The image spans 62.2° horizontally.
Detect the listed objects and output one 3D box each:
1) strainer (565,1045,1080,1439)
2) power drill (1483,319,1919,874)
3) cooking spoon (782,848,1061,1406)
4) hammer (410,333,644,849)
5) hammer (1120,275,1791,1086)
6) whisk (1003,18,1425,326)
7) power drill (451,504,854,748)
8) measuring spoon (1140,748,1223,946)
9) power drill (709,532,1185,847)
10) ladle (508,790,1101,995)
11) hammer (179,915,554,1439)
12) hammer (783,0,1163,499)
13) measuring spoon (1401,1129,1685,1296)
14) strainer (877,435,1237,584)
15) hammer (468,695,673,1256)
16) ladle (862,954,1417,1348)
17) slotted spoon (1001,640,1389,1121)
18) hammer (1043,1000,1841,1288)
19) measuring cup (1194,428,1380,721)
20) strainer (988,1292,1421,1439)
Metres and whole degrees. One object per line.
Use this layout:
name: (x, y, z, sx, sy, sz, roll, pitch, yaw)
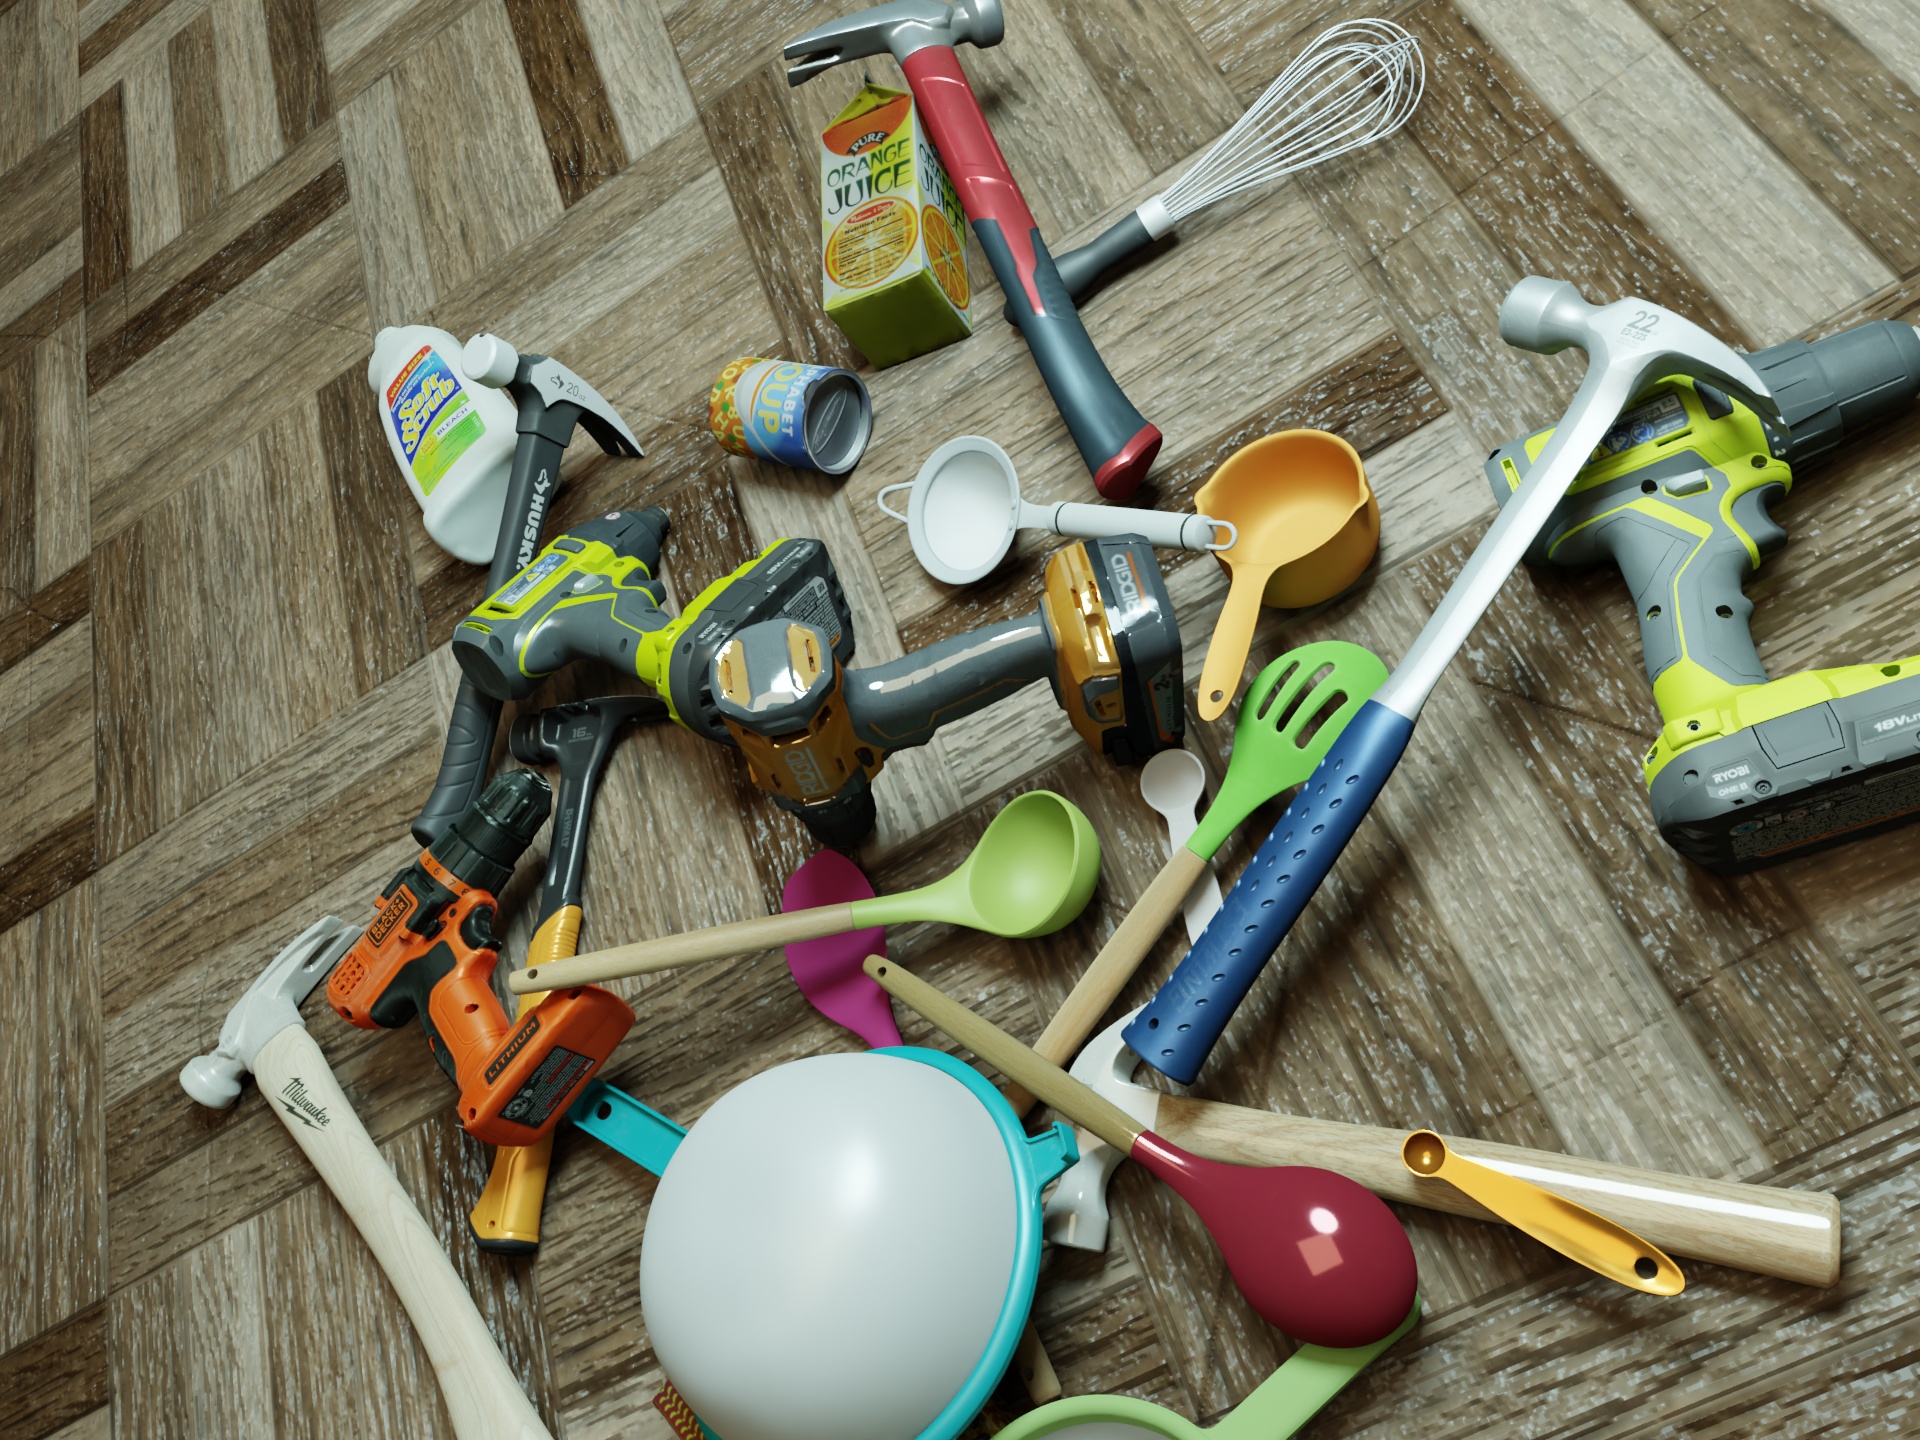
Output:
strainer: (-0.119, 0.224, 0.770, 0.340, 0.095, 0.211, 13, 68, 44)
power drill: (0.357, -0.065, 0.699, 0.190, 0.080, 0.229, -21, 56, 20)
cooking spoon: (-0.024, 0.198, 0.820, 0.068, 0.017, 0.319, -42, 54, 18)
hammer: (-0.299, -0.071, 1.050, 0.035, 0.146, 0.335, 8, 83, 32)
hammer: (0.204, -0.011, 0.713, 0.144, 0.035, 0.405, 36, 94, 46)
whisk: (0.144, -0.318, 0.947, 0.284, 0.070, 0.070, -30, 57, 19)
power drill: (-0.183, -0.069, 0.980, 0.223, 0.080, 0.171, 14, 48, 35)
measuring spoon: (0.119, 0.074, 0.805, 0.034, 0.018, 0.124, -18, 67, 18)
power drill: (-0.001, -0.003, 0.831, 0.226, 0.185, 0.084, -14, 60, 1)
ladle: (-0.084, 0.101, 0.825, 0.320, 0.062, 0.078, -12, 53, 4)
hammer: (-0.333, 0.286, 0.939, 0.146, 0.038, 0.411, -49, 55, -1)
hammer: (0.013, -0.288, 0.947, 0.143, 0.038, 0.387, -18, 65, -6)
measuring spoon: (0.235, 0.200, 0.647, 0.117, 0.011, 0.021, 24, 82, 30)
strainer: (0.052, -0.110, 0.881, 0.259, 0.050, 0.087, 15, 98, 47)
hammer: (-0.239, 0.144, 0.954, 0.127, 0.034, 0.337, -9, 64, 26)
ladle: (0.064, 0.182, 0.736, 0.316, 0.031, 0.069, 26, 83, 38)
slotted spoon: (0.102, 0.088, 0.783, 0.070, 0.031, 0.314, 38, 94, 37)
hammer: (0.195, 0.192, 0.694, 0.331, 0.031, 0.130, 2, 69, 29)
measuring cup: (0.159, -0.065, 0.810, 0.095, 0.052, 0.174, 6, 64, 35)
strainer: (0.102, 0.335, 0.669, 0.256, 0.069, 0.152, -38, 42, -13)
